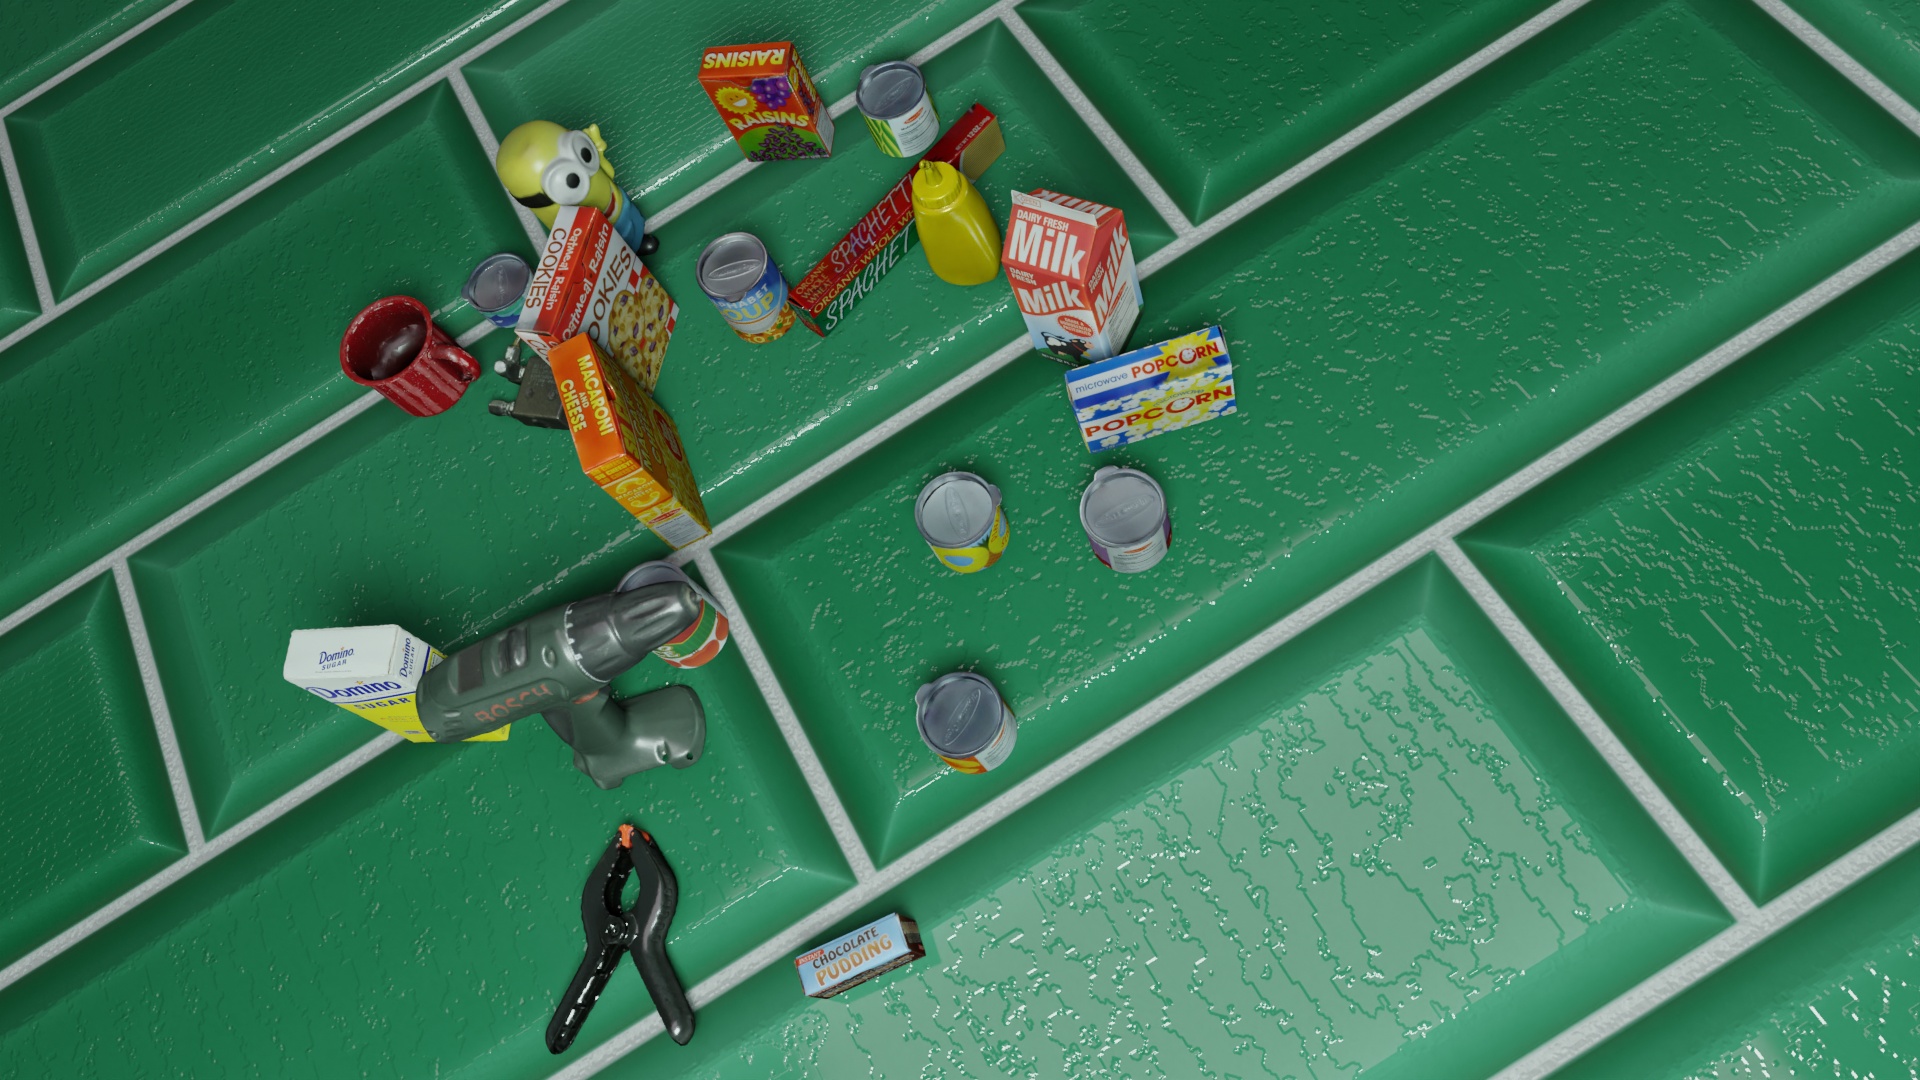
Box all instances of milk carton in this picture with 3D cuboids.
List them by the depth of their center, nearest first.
[{"bbox_3d":[0.089,-0.211,1.096,0.072,0.190,0.073,21,75,21],"label":"milk carton"}]

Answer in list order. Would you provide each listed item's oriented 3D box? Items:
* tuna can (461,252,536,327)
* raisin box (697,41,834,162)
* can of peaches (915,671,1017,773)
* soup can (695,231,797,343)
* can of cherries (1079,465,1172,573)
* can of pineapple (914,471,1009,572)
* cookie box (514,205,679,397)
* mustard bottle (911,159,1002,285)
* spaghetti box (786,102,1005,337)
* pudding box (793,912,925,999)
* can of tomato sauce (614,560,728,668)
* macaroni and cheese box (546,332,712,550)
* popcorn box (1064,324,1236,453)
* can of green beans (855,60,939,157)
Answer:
[{"bbox_3d":[-0.436,-0.238,1.326,0.071,0.032,0.071,-5,67,12],"label":"tuna can"},{"bbox_3d":[-0.177,-0.401,1.279,0.086,0.123,0.040,2,69,15],"label":"raisin box"},{"bbox_3d":[0.004,0.137,1.046,0.071,0.058,0.071,-5,67,12],"label":"can of peaches"},{"bbox_3d":[-0.187,-0.219,1.228,0.071,0.083,0.071,-5,67,12],"label":"soup can"},{"bbox_3d":[0.129,-0.017,1.079,0.071,0.058,0.072,-5,67,12],"label":"can of cherries"},{"bbox_3d":[0.004,-0.014,1.109,0.071,0.057,0.071,-5,67,12],"label":"can of pineapple"},{"bbox_3d":[-0.308,-0.191,1.200,0.040,0.167,0.123,7,70,17],"label":"cookie box"},{"bbox_3d":[-0.008,-0.272,1.163,0.065,0.159,0.049,-2,68,14],"label":"mustard bottle"},{"bbox_3d":[-0.055,-0.285,1.241,0.029,0.050,0.250,39,81,24],"label":"spaghetti box"},{"bbox_3d":[-0.072,0.300,1.002,0.084,0.049,0.030,-25,65,3],"label":"pudding box"},{"bbox_3d":[-0.234,0.063,1.123,0.071,0.083,0.071,-5,67,12],"label":"can of tomato sauce"},{"bbox_3d":[-0.269,-0.079,1.145,0.040,0.166,0.124,-25,65,3],"label":"macaroni and cheese box"},{"bbox_3d":[0.152,-0.118,1.100,0.127,0.085,0.038,-16,65,7],"label":"popcorn box"},{"bbox_3d":[-0.057,-0.398,1.284,0.071,0.057,0.071,-5,67,12],"label":"can of green beans"}]
